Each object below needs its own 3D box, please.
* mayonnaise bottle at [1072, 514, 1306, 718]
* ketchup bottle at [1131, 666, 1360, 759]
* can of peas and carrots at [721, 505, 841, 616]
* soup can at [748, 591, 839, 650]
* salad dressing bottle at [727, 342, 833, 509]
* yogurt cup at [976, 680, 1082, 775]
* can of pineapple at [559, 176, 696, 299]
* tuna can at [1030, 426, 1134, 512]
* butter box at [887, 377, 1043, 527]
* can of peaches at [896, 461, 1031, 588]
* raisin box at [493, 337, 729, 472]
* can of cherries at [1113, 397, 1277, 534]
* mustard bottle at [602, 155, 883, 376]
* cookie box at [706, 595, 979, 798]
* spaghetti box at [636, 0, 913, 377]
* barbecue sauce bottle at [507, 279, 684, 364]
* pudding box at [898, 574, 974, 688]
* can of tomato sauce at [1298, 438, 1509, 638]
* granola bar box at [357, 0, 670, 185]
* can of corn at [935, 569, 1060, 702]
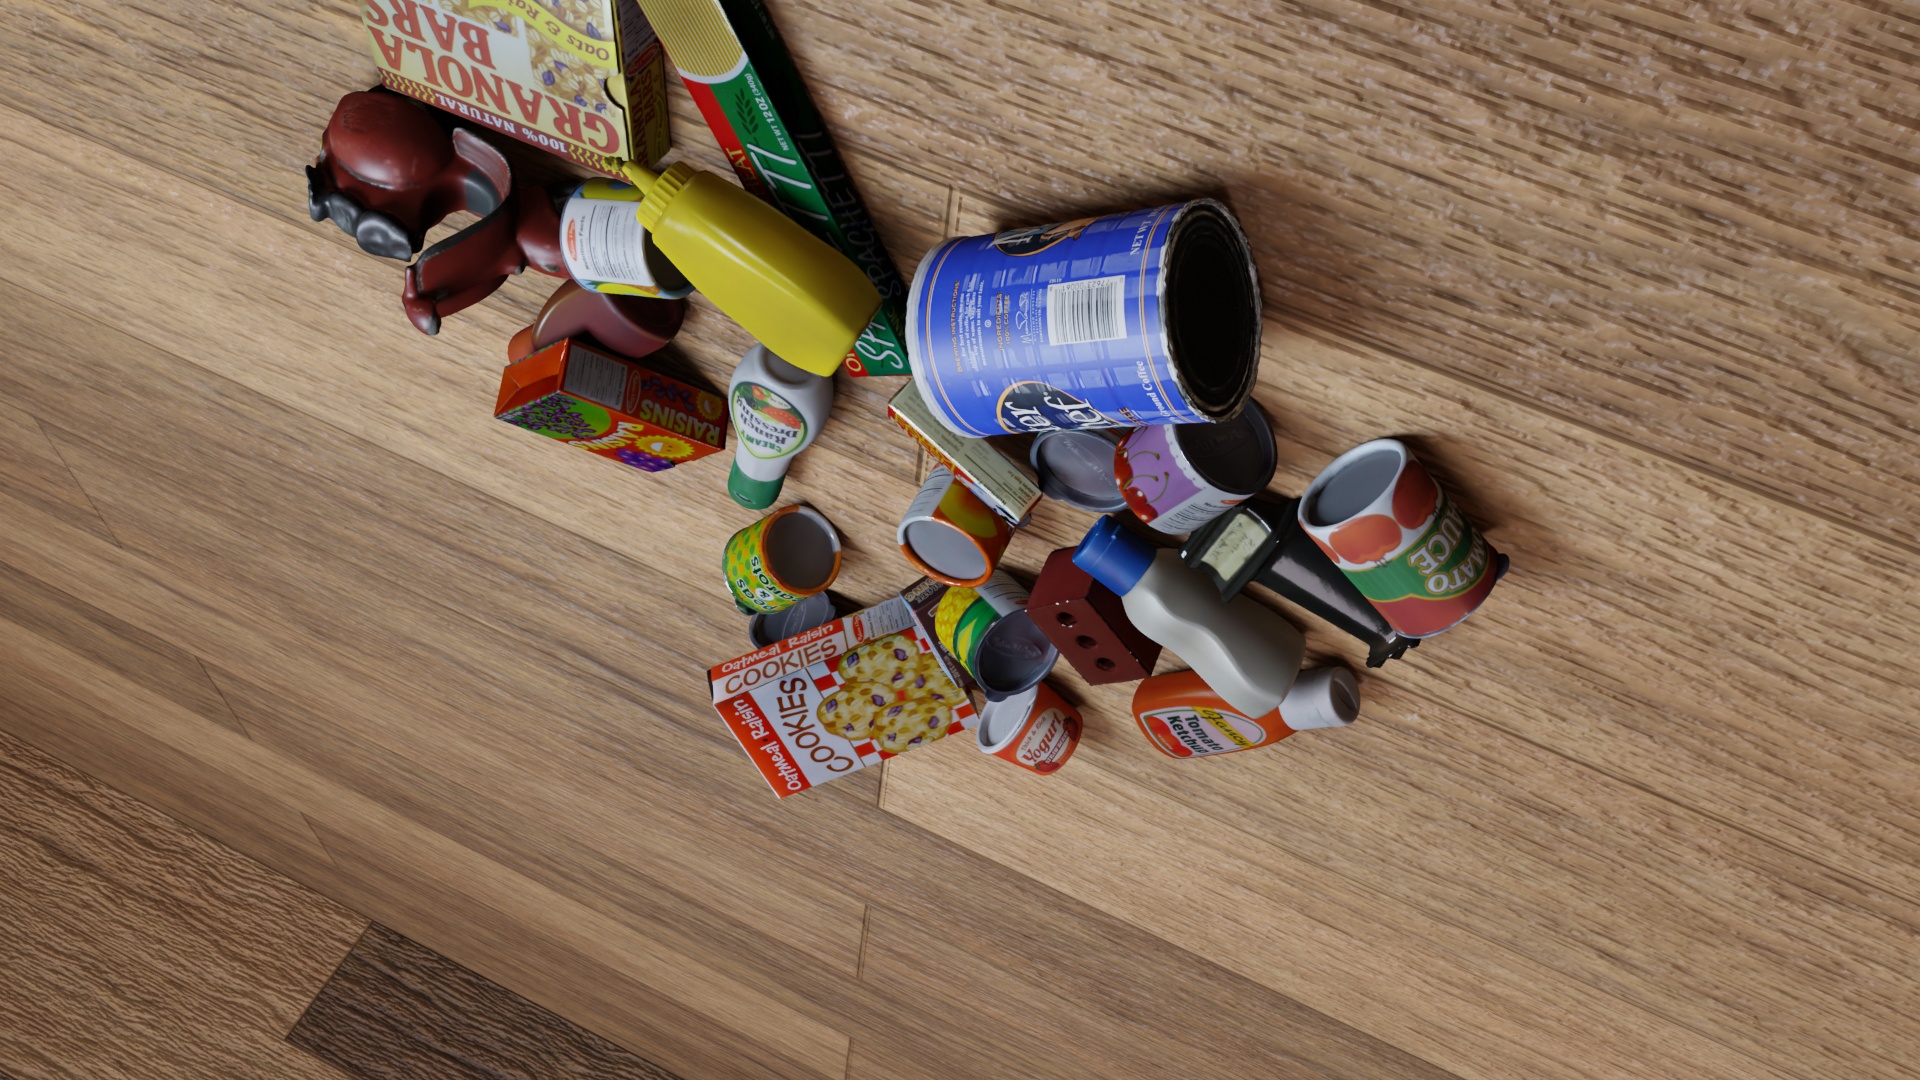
[{"bbox_3d":[0.136,0.041,0.837,0.148,0.065,0.041,36,140,-3],"label":"mayonnaise bottle"},{"bbox_3d":[0.185,0.108,0.900,0.148,0.044,0.064,-16,125,46],"label":"ketchup bottle"},{"bbox_3d":[-0.127,0.016,0.982,0.071,0.071,0.058,43,143,-18],"label":"can of peas and carrots"},{"bbox_3d":[-0.113,0.086,1.066,0.071,0.072,0.083,6,140,30],"label":"soup can"},{"bbox_3d":[-0.121,-0.071,0.892,0.064,0.044,0.147,28,146,0],"label":"salad dressing bottle"},{"bbox_3d":[0.052,0.136,1.014,0.054,0.073,0.072,33,146,-20],"label":"yogurt cup"},{"bbox_3d":[-0.182,-0.173,0.791,0.058,0.071,0.070,10,141,26],"label":"can of pineapple"},{"bbox_3d":[0.074,-0.049,0.789,0.071,0.033,0.070,19,144,15],"label":"tuna can"},{"bbox_3d":[0.002,-0.051,0.812,0.103,0.024,0.053,42,176,1],"label":"butter box"},{"bbox_3d":[0.003,-0.011,0.866,0.071,0.058,0.071,19,144,15],"label":"can of peaches"},{"bbox_3d":[-0.226,-0.085,0.909,0.086,0.040,0.123,-12,157,43],"label":"raisin box"},{"bbox_3d":[0.122,-0.046,0.733,0.071,0.072,0.058,37,146,-10],"label":"can of cherries"},{"bbox_3d":[-0.118,-0.154,0.728,0.160,0.049,0.065,37,147,-9],"label":"mustard bottle"},{"bbox_3d":[-0.084,0.115,1.028,0.167,0.040,0.122,-21,131,3],"label":"cookie box"},{"bbox_3d":[-0.085,-0.187,0.732,0.050,0.029,0.249,3,137,35],"label":"spaghetti box"},{"bbox_3d":[-0.243,-0.137,0.897,0.148,0.044,0.064,-13,135,45],"label":"barbecue sauce bottle"},{"bbox_3d":[-0.002,0.057,0.960,0.030,0.050,0.083,47,168,51],"label":"pudding box"},{"bbox_3d":[0.225,-0.002,0.710,0.083,0.071,0.071,44,143,-19],"label":"can of tomato sauce"},{"bbox_3d":[-0.238,-0.270,0.727,0.166,0.039,0.123,23,145,10],"label":"granola bar box"},{"bbox_3d":[0.023,0.062,0.918,0.058,0.071,0.071,43,165,50],"label":"can of corn"}]
